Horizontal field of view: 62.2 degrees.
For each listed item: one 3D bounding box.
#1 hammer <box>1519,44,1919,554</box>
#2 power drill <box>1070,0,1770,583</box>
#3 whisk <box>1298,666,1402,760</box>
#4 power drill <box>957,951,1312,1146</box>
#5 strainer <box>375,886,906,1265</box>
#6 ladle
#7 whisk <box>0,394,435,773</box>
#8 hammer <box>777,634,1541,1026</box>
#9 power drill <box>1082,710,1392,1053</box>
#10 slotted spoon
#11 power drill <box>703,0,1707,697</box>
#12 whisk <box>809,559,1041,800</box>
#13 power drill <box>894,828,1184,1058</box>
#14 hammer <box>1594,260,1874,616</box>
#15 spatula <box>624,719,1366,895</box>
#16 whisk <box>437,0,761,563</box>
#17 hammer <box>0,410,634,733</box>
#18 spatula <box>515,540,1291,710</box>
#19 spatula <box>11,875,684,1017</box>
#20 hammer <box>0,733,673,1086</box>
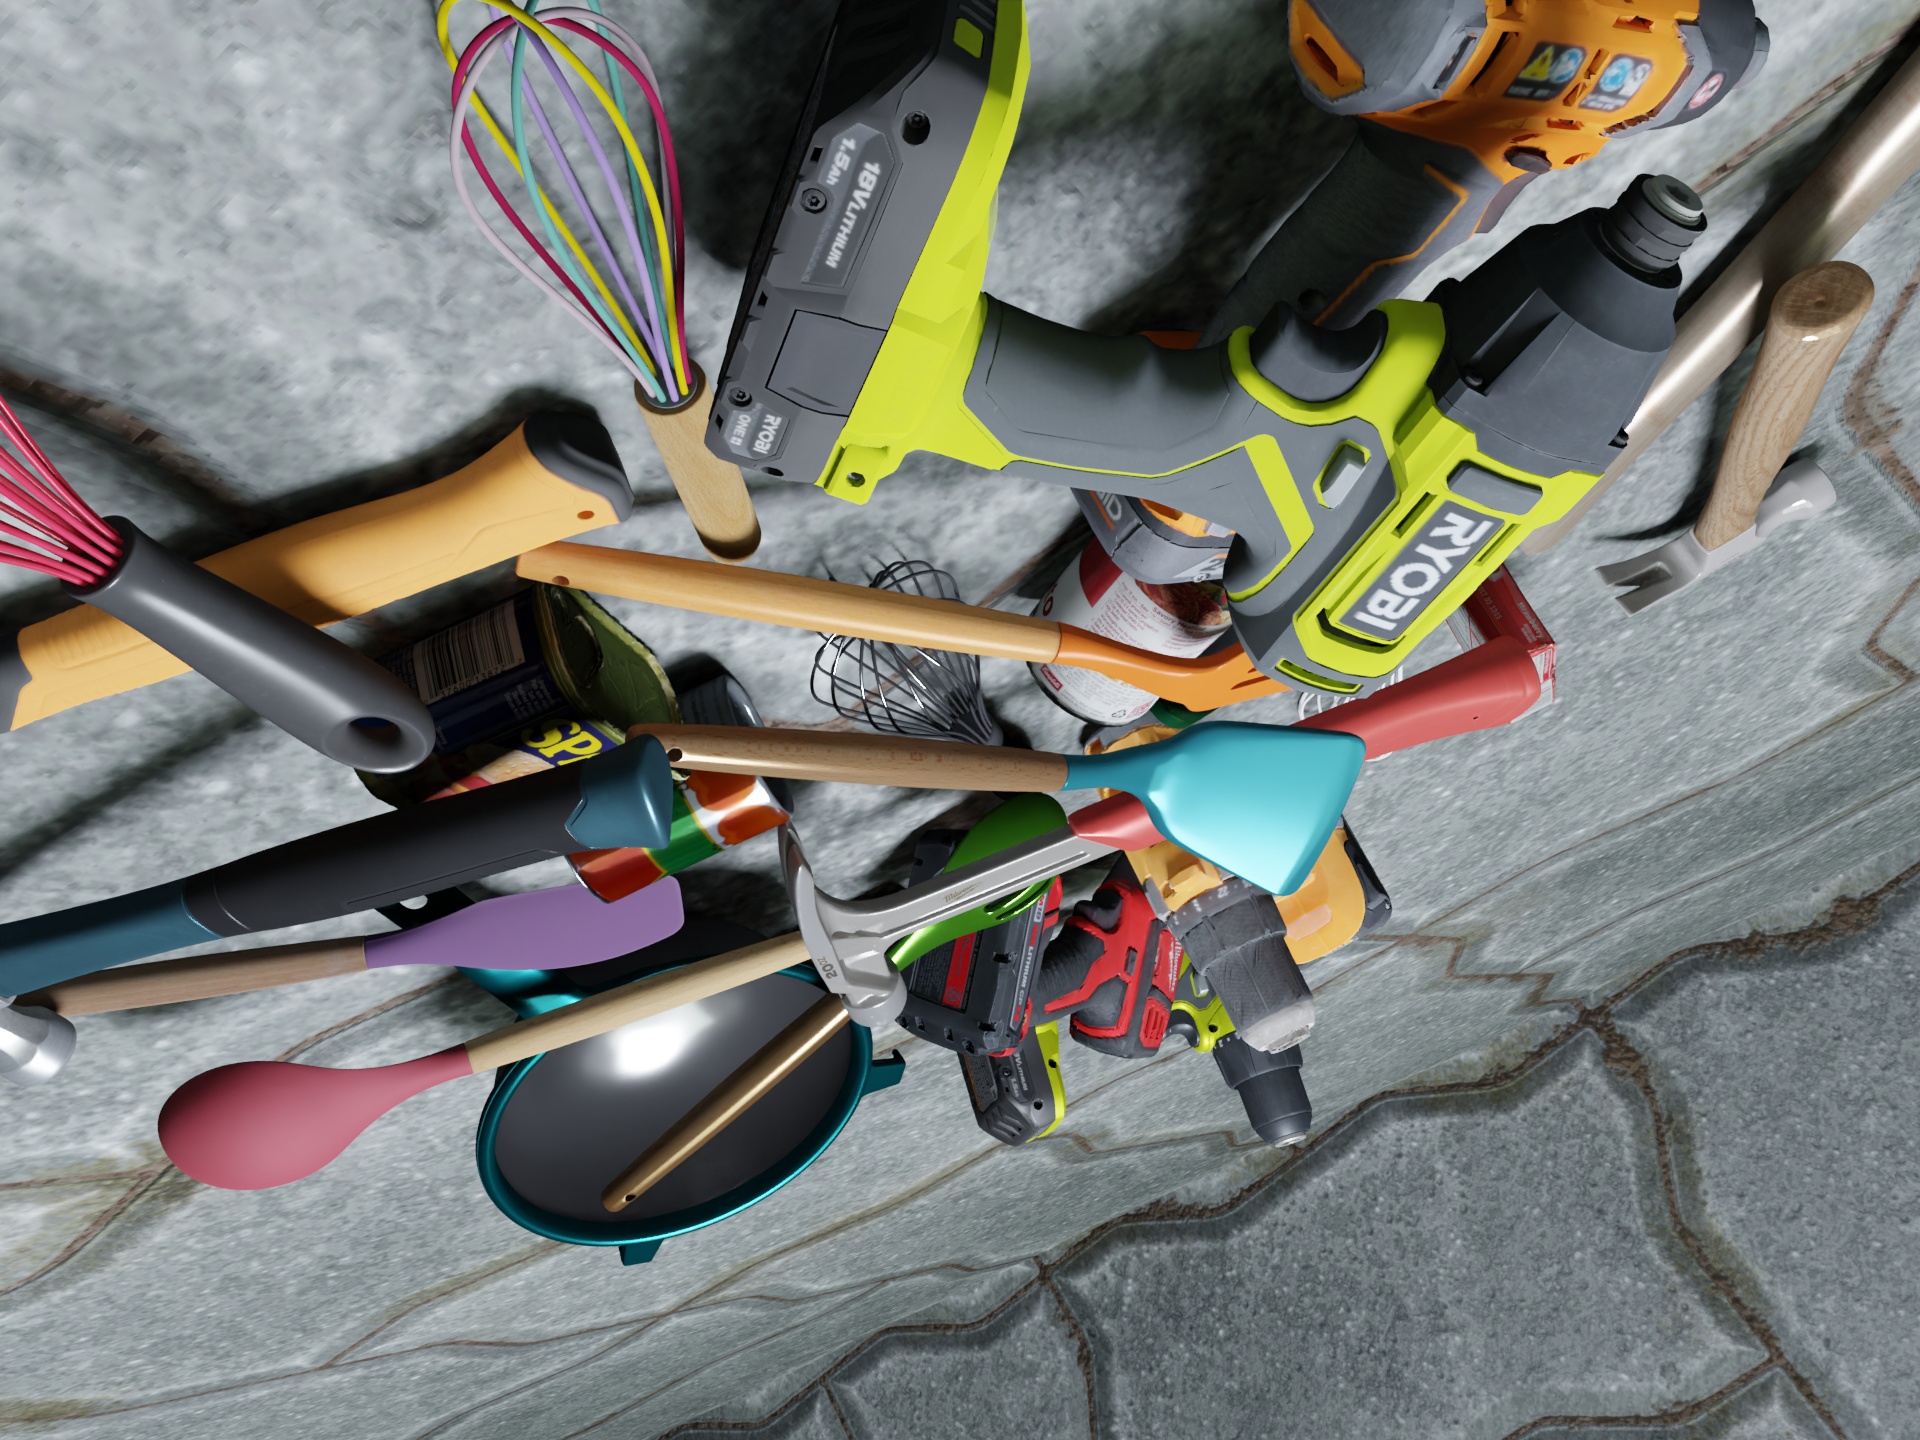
[{"bbox_3d":[0.343,-0.200,0.611,0.146,0.038,0.410,-12,154,-25],"label":"hammer"},{"bbox_3d":[0.141,-0.146,0.502,0.164,0.084,0.226,-8,147,-29],"label":"power drill"},{"bbox_3d":[0.220,-0.044,0.817,0.058,0.059,0.246,-53,163,-27],"label":"whisk"},{"bbox_3d":[0.118,0.207,1.065,0.228,0.191,0.080,-8,154,-19],"label":"power drill"},{"bbox_3d":[-0.187,0.140,0.811,0.211,0.095,0.340,-36,134,1],"label":"strainer"},{"bbox_3d":[-0.198,0.146,0.726,0.315,0.031,0.069,-17,120,-17],"label":"ladle"},{"bbox_3d":[-0.223,-0.048,0.380,0.073,0.073,0.295,-26,150,9],"label":"whisk"},{"bbox_3d":[0.097,0.033,0.727,0.359,0.037,0.149,-21,142,-5],"label":"hammer"},{"bbox_3d":[0.165,0.092,0.877,0.084,0.185,0.226,-35,156,21],"label":"power drill"},{"bbox_3d":[-0.065,0.149,0.804,0.314,0.031,0.070,-41,134,7],"label":"slotted spoon"},{"bbox_3d":[0.060,-0.099,0.415,0.223,0.080,0.171,17,139,-15],"label":"power drill"},{"bbox_3d":[-0.002,-0.001,0.706,0.070,0.070,0.284,-26,159,7],"label":"whisk"},{"bbox_3d":[0.061,0.125,0.927,0.079,0.143,0.219,12,179,38],"label":"power drill"},{"bbox_3d":[0.362,-0.121,0.729,0.130,0.031,0.331,-34,161,10],"label":"hammer"},{"bbox_3d":[0.023,0.023,0.618,0.317,0.044,0.082,5,117,-34],"label":"spatula"},{"bbox_3d":[-0.088,-0.108,0.441,0.047,0.051,0.244,1,159,4],"label":"whisk"},{"bbox_3d":[-0.259,-0.015,0.479,0.337,0.034,0.127,-21,153,-4],"label":"hammer"},{"bbox_3d":[0.009,-0.039,0.564,0.322,0.041,0.081,8,150,-18],"label":"spatula"},{"bbox_3d":[-0.276,0.103,0.669,0.316,0.018,0.059,-7,138,-11],"label":"spatula"},{"bbox_3d":[-0.246,0.061,0.550,0.331,0.033,0.128,-15,141,15],"label":"hammer"}]
